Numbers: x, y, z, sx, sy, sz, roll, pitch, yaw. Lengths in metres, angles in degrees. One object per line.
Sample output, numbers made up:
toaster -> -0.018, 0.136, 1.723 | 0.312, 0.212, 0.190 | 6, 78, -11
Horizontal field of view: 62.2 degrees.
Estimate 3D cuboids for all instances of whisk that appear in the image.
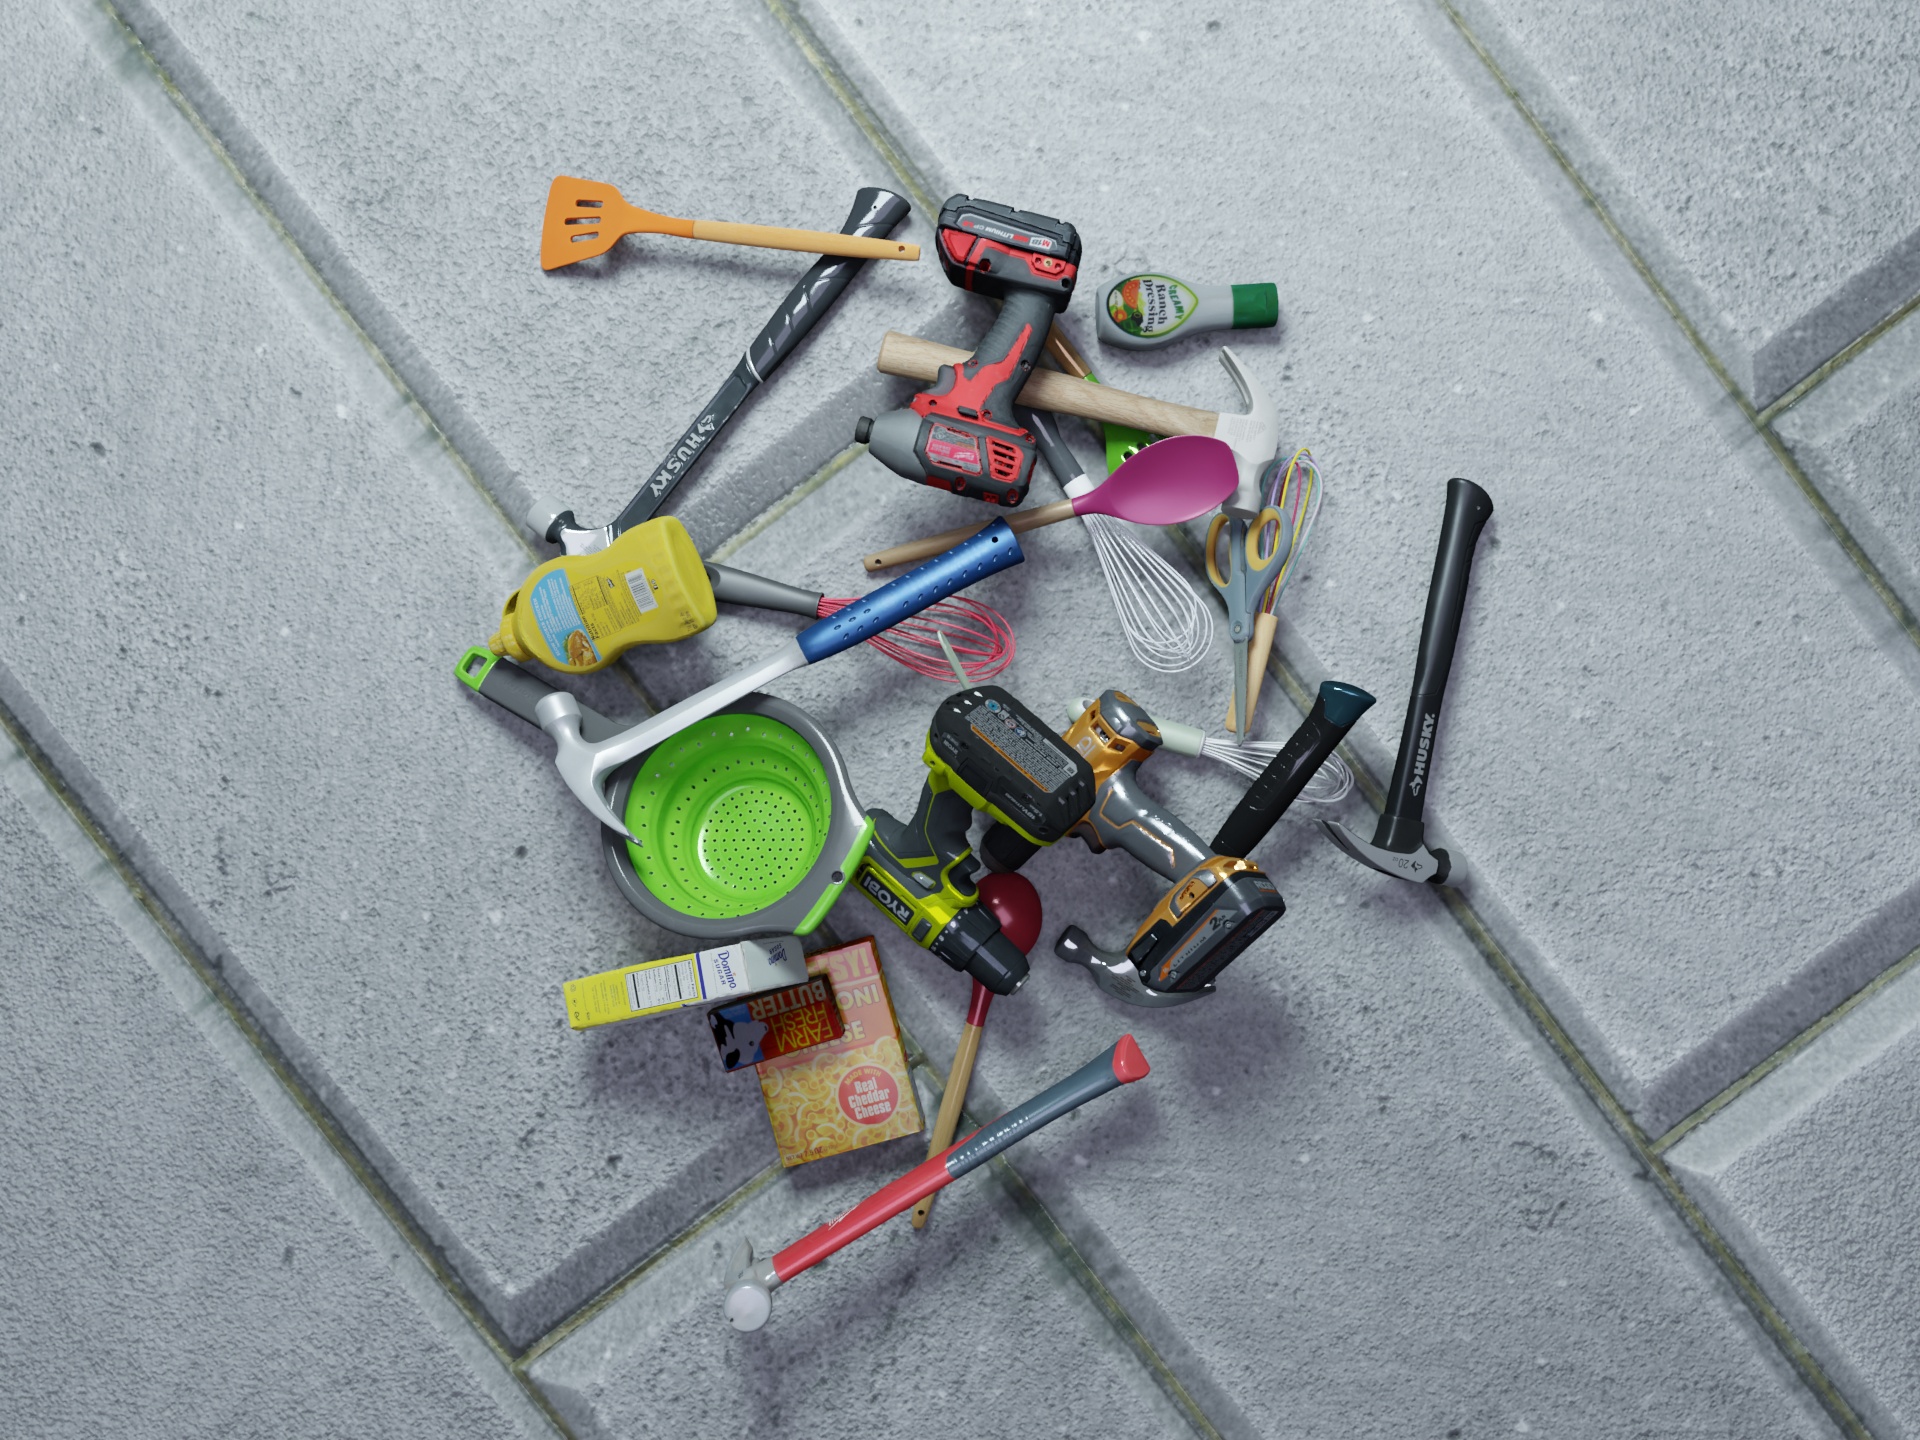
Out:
whisk -> 0.208, 0.023, 1.333 | 0.246, 0.059, 0.058 | 16, 48, 3
whisk -> -0.099, -0.090, 1.323 | 0.296, 0.073, 0.073 | 14, 92, 6
whisk -> 0.255, -0.109, 1.314 | 0.051, 0.047, 0.245 | 15, 85, 3
whisk -> 0.115, -0.164, 1.320 | 0.070, 0.070, 0.284 | -33, 86, 1

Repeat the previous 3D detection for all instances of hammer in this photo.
hammer -> -0.019, 0.368, 1.310 | 0.386, 0.143, 0.038 | -30, 92, -4
hammer -> 0.096, -0.265, 1.295 | 0.331, 0.031, 0.130 | 14, 83, 0
hammer -> -0.179, -0.276, 1.319 | 0.149, 0.036, 0.409 | 39, 90, 9
hammer -> 0.221, 0.101, 1.305 | 0.128, 0.033, 0.331 | 35, 106, -2
hammer -> -0.133, -0.045, 1.265 | 0.405, 0.035, 0.144 | -28, 69, -2
hammer -> 0.385, -0.035, 1.316 | 0.146, 0.035, 0.335 | 13, 88, -26

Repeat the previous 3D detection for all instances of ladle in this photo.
ladle -> 0.004, 0.282, 1.351 | 0.069, 0.031, 0.315 | 15, 94, 0

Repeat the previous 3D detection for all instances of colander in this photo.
colander -> -0.249, 0.049, 1.318 | 0.397, 0.094, 0.204 | 28, 77, 17

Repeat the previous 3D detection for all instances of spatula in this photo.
spatula -> -0.192, -0.398, 1.306 | 0.322, 0.041, 0.081 | 7, 88, 4

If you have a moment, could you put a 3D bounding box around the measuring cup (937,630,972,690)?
measuring cup -> -0.002, -0.004, 1.288 | 0.038, 0.083, 0.167 | -19, 128, 9

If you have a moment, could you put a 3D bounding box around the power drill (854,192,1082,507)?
power drill -> 0.008, -0.286, 1.245 | 0.143, 0.078, 0.220 | 15, 86, 1

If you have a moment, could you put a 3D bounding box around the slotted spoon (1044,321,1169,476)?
slotted spoon -> 0.086, -0.305, 1.328 | 0.070, 0.031, 0.314 | -38, 90, -4

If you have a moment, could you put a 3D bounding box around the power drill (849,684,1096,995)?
power drill -> 0.011, 0.102, 1.257 | 0.190, 0.080, 0.228 | 41, 131, 11

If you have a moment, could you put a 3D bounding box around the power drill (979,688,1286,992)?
power drill -> 0.127, 0.114, 1.275 | 0.185, 0.084, 0.226 | -46, 62, 18

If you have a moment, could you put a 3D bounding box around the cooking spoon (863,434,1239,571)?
cooking spoon -> 0.068, -0.167, 1.296 | 0.319, 0.017, 0.068 | -13, 110, 16

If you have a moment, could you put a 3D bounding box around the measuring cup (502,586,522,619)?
measuring cup -> -0.305, -0.090, 1.340 | 0.156, 0.029, 0.062 | -5, 93, -6
